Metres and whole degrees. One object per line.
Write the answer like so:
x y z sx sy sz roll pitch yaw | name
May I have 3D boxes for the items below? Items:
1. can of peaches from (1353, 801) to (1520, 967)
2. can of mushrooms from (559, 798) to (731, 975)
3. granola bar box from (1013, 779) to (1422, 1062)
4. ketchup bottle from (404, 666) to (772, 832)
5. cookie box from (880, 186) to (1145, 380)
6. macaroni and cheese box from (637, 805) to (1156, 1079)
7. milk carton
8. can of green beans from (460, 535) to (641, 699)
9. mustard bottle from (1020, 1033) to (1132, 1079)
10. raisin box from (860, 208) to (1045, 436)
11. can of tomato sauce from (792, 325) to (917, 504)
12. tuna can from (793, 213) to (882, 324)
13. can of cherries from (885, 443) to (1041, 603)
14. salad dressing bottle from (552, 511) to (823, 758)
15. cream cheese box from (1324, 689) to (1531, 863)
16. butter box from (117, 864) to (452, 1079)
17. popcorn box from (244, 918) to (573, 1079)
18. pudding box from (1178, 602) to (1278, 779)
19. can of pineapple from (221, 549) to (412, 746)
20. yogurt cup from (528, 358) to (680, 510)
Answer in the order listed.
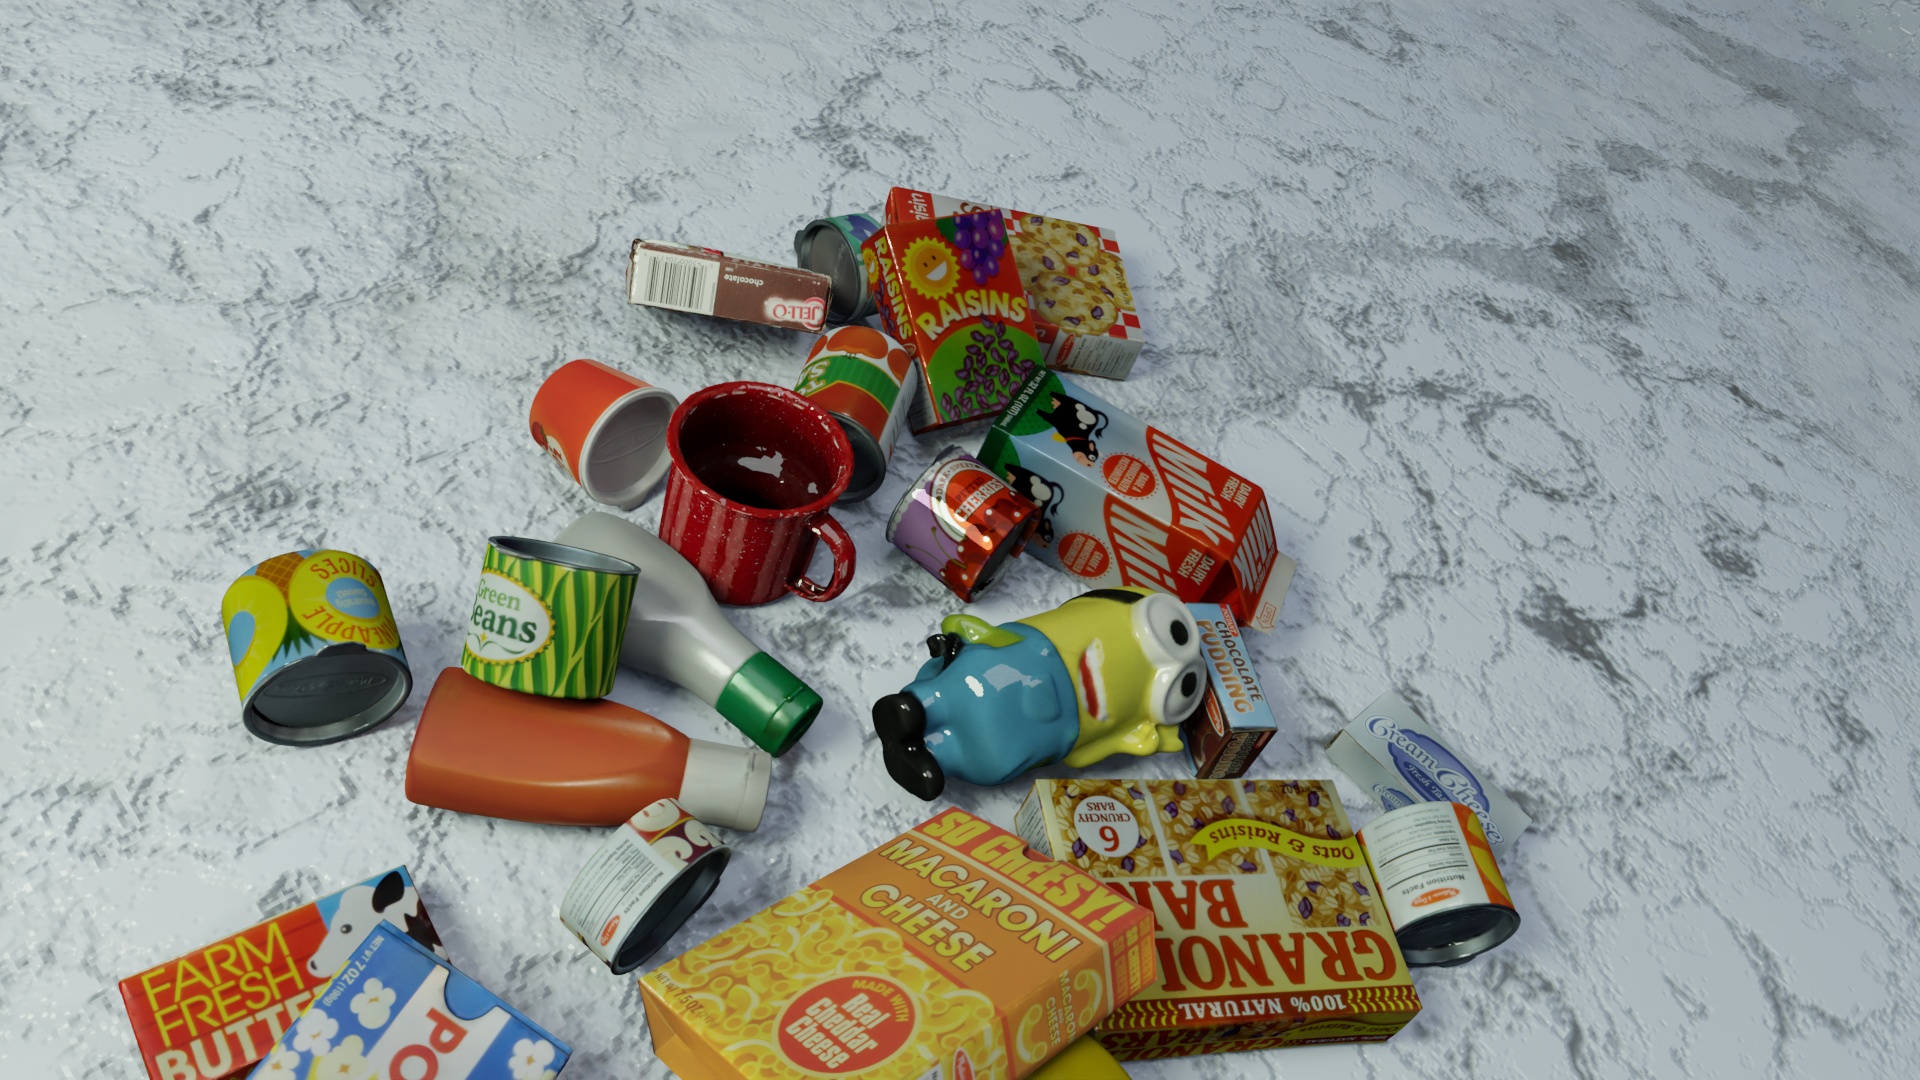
0.234 0.171 0.688 0.071 0.070 0.058 6 47 -17 | can of peaches
-0.127 0.140 0.567 0.033 0.070 0.071 37 46 14 | can of mushrooms
0.117 0.175 0.653 0.166 0.038 0.125 4 48 -20 | granola bar box
-0.159 0.097 0.607 0.149 0.043 0.065 13 35 -12 | ketchup bottle
0.032 -0.175 0.939 0.168 0.040 0.123 7 47 -16 | cookie box
-0.023 0.175 0.552 0.167 0.040 0.124 -22 26 -36 | macaroni and cheese box
0.102 -0.014 0.797 0.191 0.073 0.073 29 45 5 | milk carton
-0.180 0.033 0.610 0.071 0.057 0.071 14 2 0 | can of green beans
0.070 0.267 0.533 0.049 0.065 0.160 -22 63 -41 | mustard bottle
-0.002 -0.134 0.846 0.086 0.040 0.123 -16 90 -28 | raisin box
-0.067 -0.073 0.786 0.071 0.070 0.083 20 44 -4 | can of tomato sauce
-0.073 -0.173 0.877 0.033 0.070 0.071 -20 59 -36 | tuna can
0.003 -0.009 0.753 0.058 0.071 0.072 39 47 14 | can of cherries
-0.133 0.046 0.667 0.148 0.043 0.064 37 42 11 | salad dressing bottle
0.255 0.134 0.758 0.053 0.024 0.104 -28 64 -40 | cream cheese box
-0.250 0.167 0.519 0.104 0.024 0.053 -20 59 -35 | butter box
-0.206 0.208 0.470 0.085 0.038 0.127 36 51 -4 | popcorn box
0.134 0.080 0.740 0.030 0.049 0.084 2 48 -19 | pudding box
-0.273 0.044 0.591 0.071 0.070 0.058 -11 55 -30 | can of pineapple
-0.187 -0.060 0.726 0.054 0.072 0.073 32 44 25 | yogurt cup
